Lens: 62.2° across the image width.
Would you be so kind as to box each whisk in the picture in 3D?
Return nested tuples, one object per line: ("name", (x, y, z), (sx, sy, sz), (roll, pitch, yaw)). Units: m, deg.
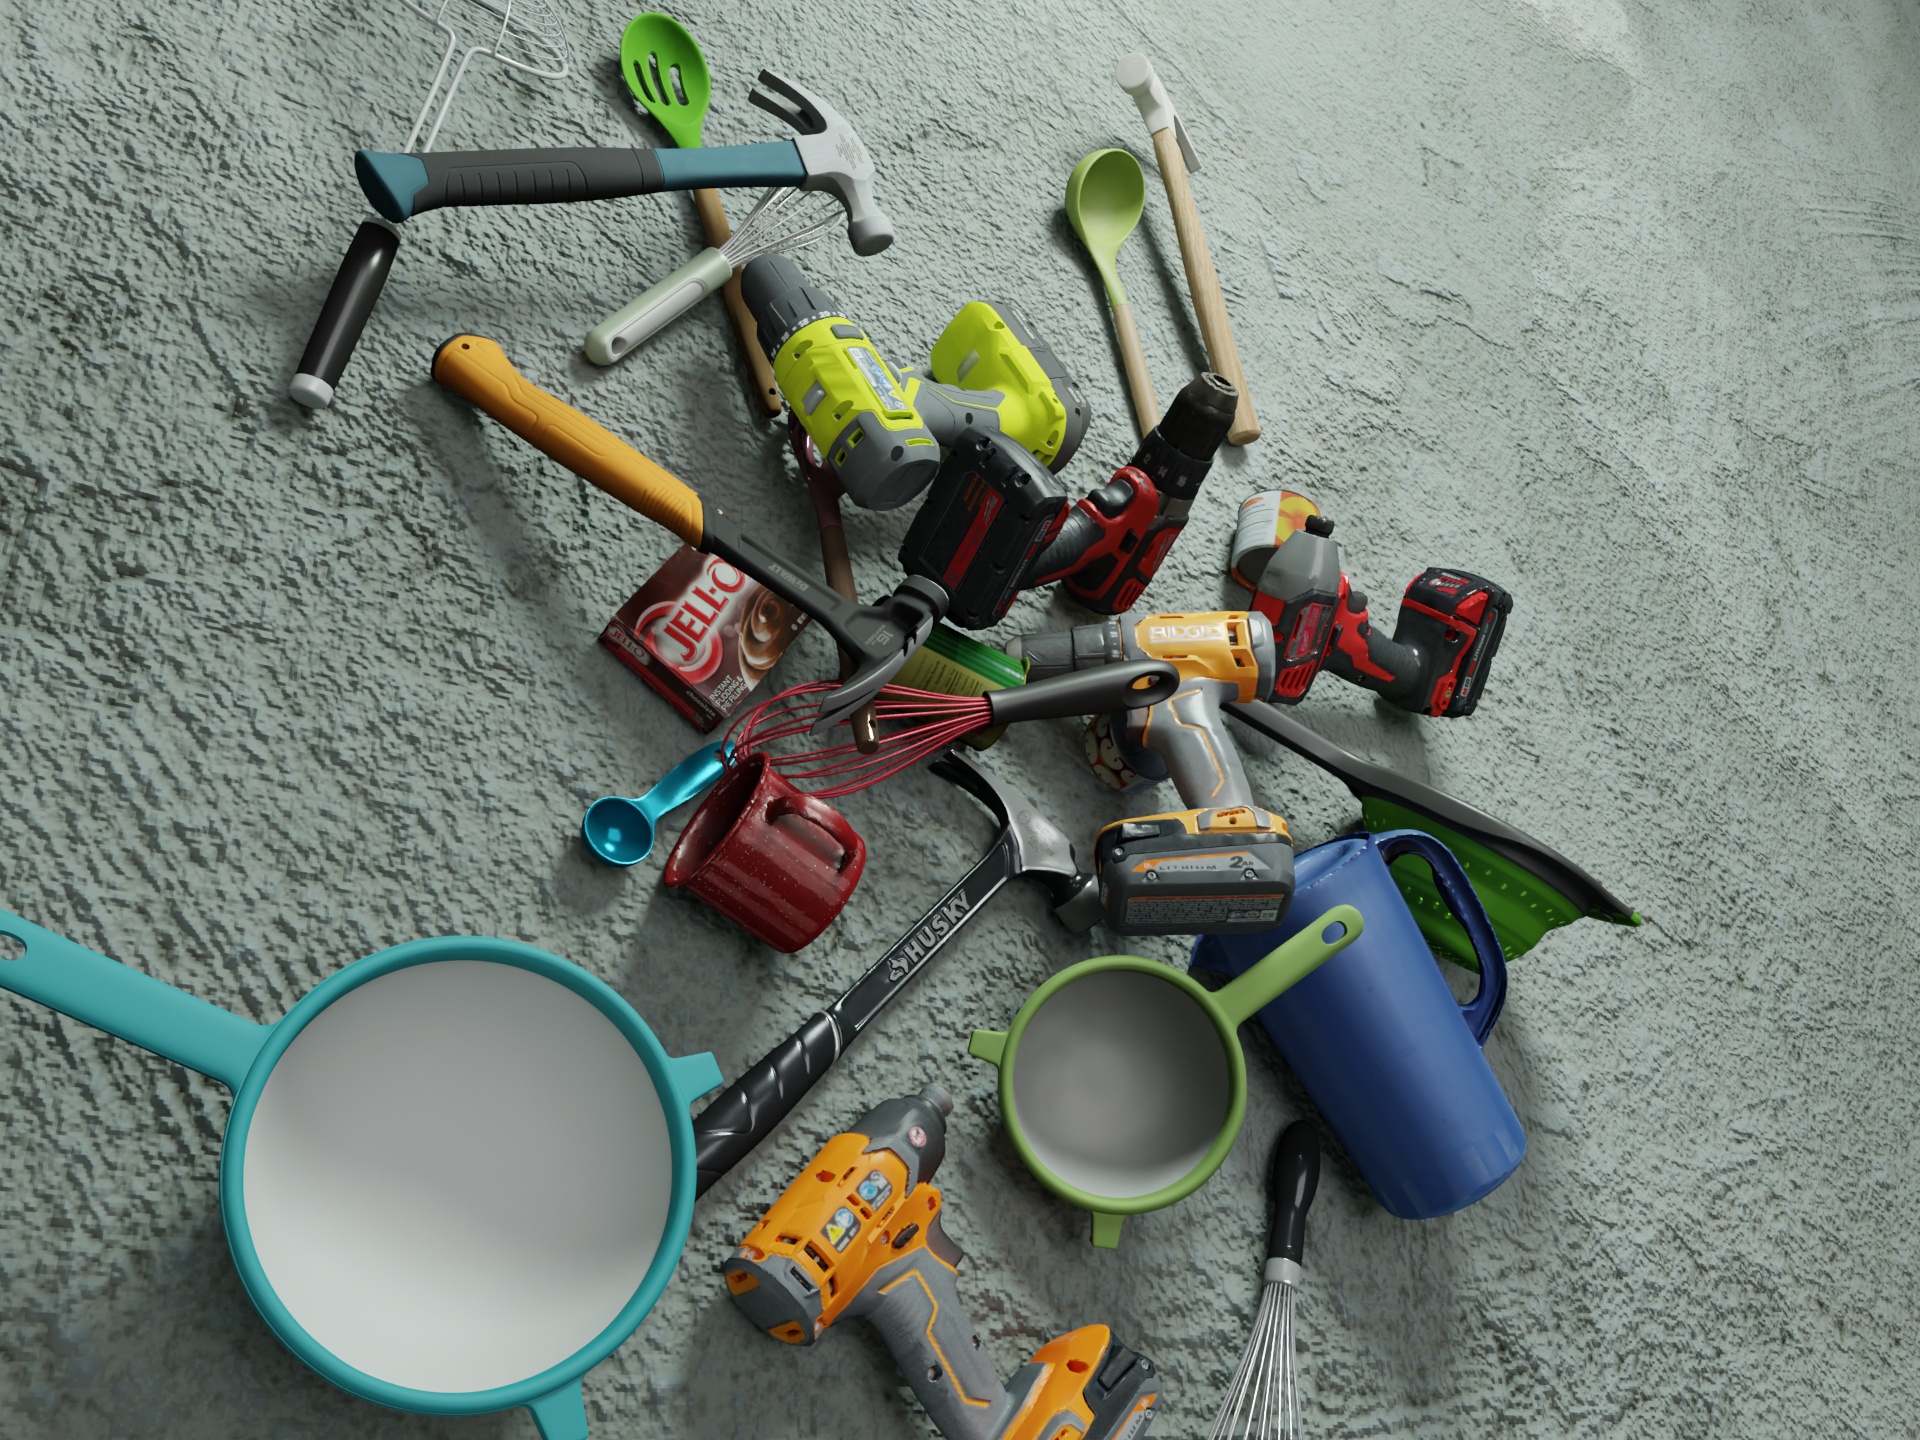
("whisk", (-0.002, -0.003, 0.978), (0.295, 0.073, 0.073), (-10, 73, -15))
("whisk", (0.196, 0.376, 0.985), (0.070, 0.070, 0.285), (34, 49, -16))
("whisk", (-0.155, -0.309, 1.064), (0.059, 0.057, 0.246), (31, 61, 29))

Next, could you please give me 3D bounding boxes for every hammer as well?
("hammer", (-0.068, 0.167, 0.921), (0.149, 0.036, 0.409), (51, 51, -1))
("hammer", (0.201, -0.392, 1.351), (0.130, 0.031, 0.331), (8, 67, -66))
("hammer", (-0.175, -0.122, 0.926), (0.337, 0.034, 0.127), (34, 47, 7))
("hammer", (-0.203, -0.341, 0.992), (0.331, 0.033, 0.128), (-15, 79, -31))

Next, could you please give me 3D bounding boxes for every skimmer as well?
("skimmer", (-0.343, -0.339, 0.989), (0.127, 0.090, 0.363), (23, 67, -23))

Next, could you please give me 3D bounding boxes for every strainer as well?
("strainer", (0.136, 0.191, 0.980), (0.256, 0.069, 0.151), (-33, 87, -11))
("strainer", (-0.291, 0.184, 0.727), (0.340, 0.095, 0.211), (30, 51, -15))

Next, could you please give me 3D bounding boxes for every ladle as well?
("ladle", (0.144, -0.316, 1.286), (0.078, 0.062, 0.320), (3, 69, -42))

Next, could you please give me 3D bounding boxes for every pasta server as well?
("pasta server", (-0.074, -0.105, 0.996), (0.060, 0.040, 0.317), (21, 39, -32))

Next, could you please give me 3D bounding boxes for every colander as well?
("colander", (0.289, 0.080, 1.162), (0.397, 0.204, 0.094), (31, 88, 1))

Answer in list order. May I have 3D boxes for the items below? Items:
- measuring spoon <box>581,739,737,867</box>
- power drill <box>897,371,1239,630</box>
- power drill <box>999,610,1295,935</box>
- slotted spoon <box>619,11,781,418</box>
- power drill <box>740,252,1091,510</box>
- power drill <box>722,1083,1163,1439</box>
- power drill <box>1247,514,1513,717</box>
("measuring spoon", (-0.174, 0.047, 0.925), (0.042, 0.021, 0.128), (50, 41, 0))
("power drill", (0.084, -0.149, 1.058), (0.226, 0.187, 0.080), (-11, 50, -49))
("power drill", (0.121, 0.024, 1.038), (0.185, 0.084, 0.226), (-1, 55, 0))
("slotted spoon", (-0.175, -0.352, 1.108), (0.070, 0.031, 0.314), (-9, 75, -36))
("power drill", (-0.033, -0.235, 1.080), (0.228, 0.080, 0.191), (-12, 64, -48))
("power drill", (0.000, 0.317, 0.865), (0.226, 0.084, 0.164), (46, 50, -1))
("power drill", (0.317, -0.077, 1.235), (0.219, 0.079, 0.143), (6, 107, -31))
